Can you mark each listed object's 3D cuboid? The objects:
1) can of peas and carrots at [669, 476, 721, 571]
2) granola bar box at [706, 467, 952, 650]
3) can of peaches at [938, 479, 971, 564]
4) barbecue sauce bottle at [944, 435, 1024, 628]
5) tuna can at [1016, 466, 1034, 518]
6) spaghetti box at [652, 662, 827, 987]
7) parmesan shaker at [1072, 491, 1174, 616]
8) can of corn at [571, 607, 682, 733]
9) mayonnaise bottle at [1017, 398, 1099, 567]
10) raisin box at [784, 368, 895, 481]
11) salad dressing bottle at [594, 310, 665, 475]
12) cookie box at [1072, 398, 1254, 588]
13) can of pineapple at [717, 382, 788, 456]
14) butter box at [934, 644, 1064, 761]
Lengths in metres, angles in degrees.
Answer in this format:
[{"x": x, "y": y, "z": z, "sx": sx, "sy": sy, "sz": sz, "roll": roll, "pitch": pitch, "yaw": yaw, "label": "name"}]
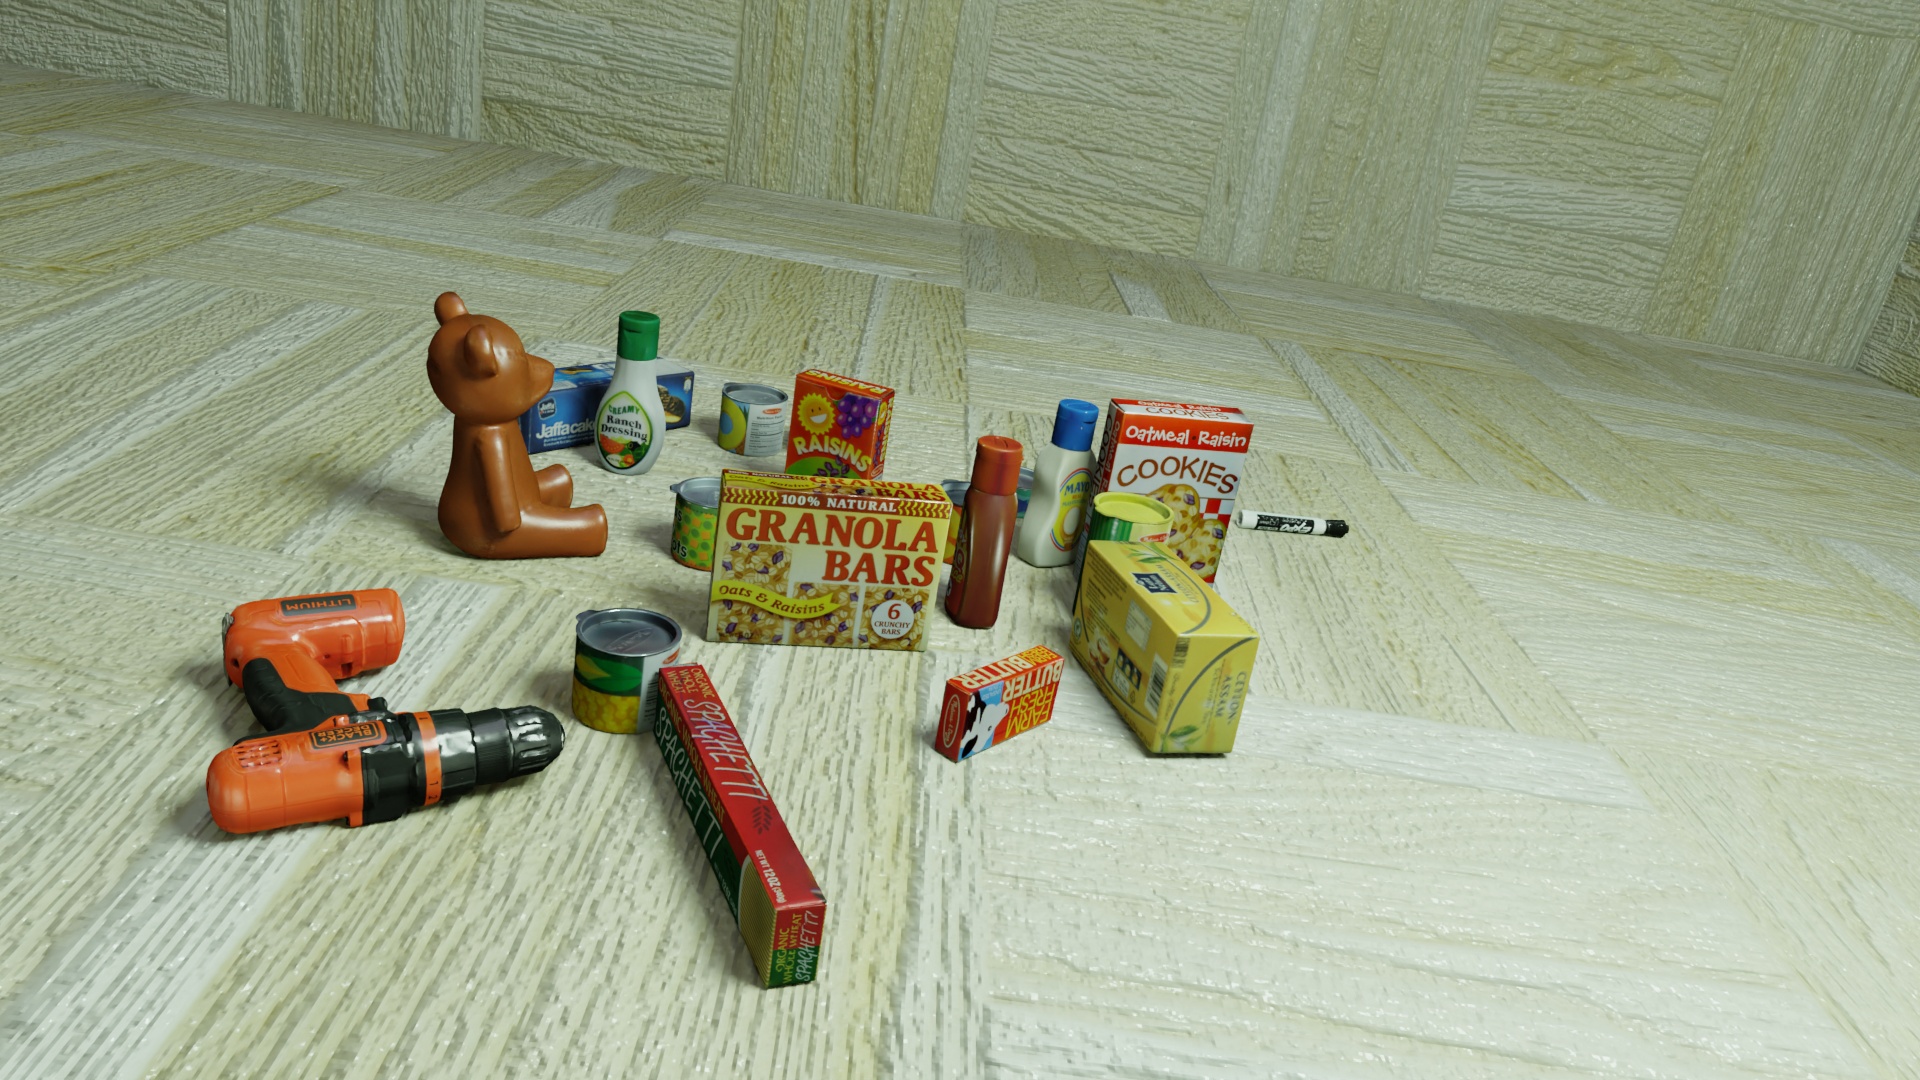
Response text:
[{"x": -0.204, "y": -0.014, "z": 1.136, "sx": 0.071, "sy": 0.058, "sz": 0.071, "roll": 9, "pitch": 22, "yaw": -3, "label": "can of peas and carrots"}, {"x": -0.099, "y": 0.016, "z": 1.022, "sx": 0.166, "sy": 0.123, "sz": 0.039, "roll": 4, "pitch": 22, "yaw": -15, "label": "granola bar box"}, {"x": 0.004, "y": -0.015, "z": 1.233, "sx": 0.071, "sy": 0.057, "sz": 0.071, "roll": 9, "pitch": 22, "yaw": -3, "label": "can of peaches"}, {"x": 0.020, "y": -0.008, "z": 1.100, "sx": 0.044, "sy": 0.148, "sz": 0.065, "roll": 6, "pitch": 22, "yaw": -11, "label": "barbecue sauce bottle"}, {"x": 0.050, "y": -0.049, "z": 1.369, "sx": 0.071, "sy": 0.032, "sz": 0.071, "roll": 9, "pitch": 22, "yaw": -3, "label": "tuna can"}, {"x": -0.130, "y": 0.149, "z": 0.780, "sx": 0.029, "sy": 0.050, "sz": 0.251, "roll": -1, "pitch": 24, "yaw": -26, "label": "spaghetti box"}, {"x": 0.130, "y": 0.020, "z": 1.141, "sx": 0.071, "sy": 0.102, "sz": 0.071, "roll": 9, "pitch": 22, "yaw": -3, "label": "parmesan shaker"}, {"x": -0.217, "y": 0.083, "z": 0.894, "sx": 0.071, "sy": 0.058, "sz": 0.071, "roll": 9, "pitch": 22, "yaw": -3, "label": "can of corn"}, {"x": 0.092, "y": -0.051, "z": 1.237, "sx": 0.065, "sy": 0.147, "sz": 0.041, "roll": -9, "pitch": 28, "yaw": -40, "label": "mayonnaise bottle"}, {"x": -0.113, "y": -0.087, "z": 1.269, "sx": 0.086, "sy": 0.123, "sz": 0.040, "roll": 16, "pitch": 22, "yaw": 15, "label": "raisin box"}, {"x": -0.300, "y": -0.135, "z": 1.274, "sx": 0.064, "sy": 0.147, "sz": 0.044, "roll": 12, "pitch": 21, "yaw": 5, "label": "salad dressing bottle"}, {"x": 0.175, "y": -0.037, "z": 1.213, "sx": 0.123, "sy": 0.166, "sz": 0.040, "roll": 3, "pitch": 22, "yaw": -18, "label": "cookie box"}, {"x": -0.211, "y": -0.123, "z": 1.402, "sx": 0.071, "sy": 0.057, "sz": 0.071, "roll": 9, "pitch": 22, "yaw": -3, "label": "can of pineapple"}, {"x": 0.027, "y": 0.109, "z": 0.943, "sx": 0.024, "sy": 0.053, "sz": 0.104, "roll": 26, "pitch": 27, "yaw": 35, "label": "butter box"}]
